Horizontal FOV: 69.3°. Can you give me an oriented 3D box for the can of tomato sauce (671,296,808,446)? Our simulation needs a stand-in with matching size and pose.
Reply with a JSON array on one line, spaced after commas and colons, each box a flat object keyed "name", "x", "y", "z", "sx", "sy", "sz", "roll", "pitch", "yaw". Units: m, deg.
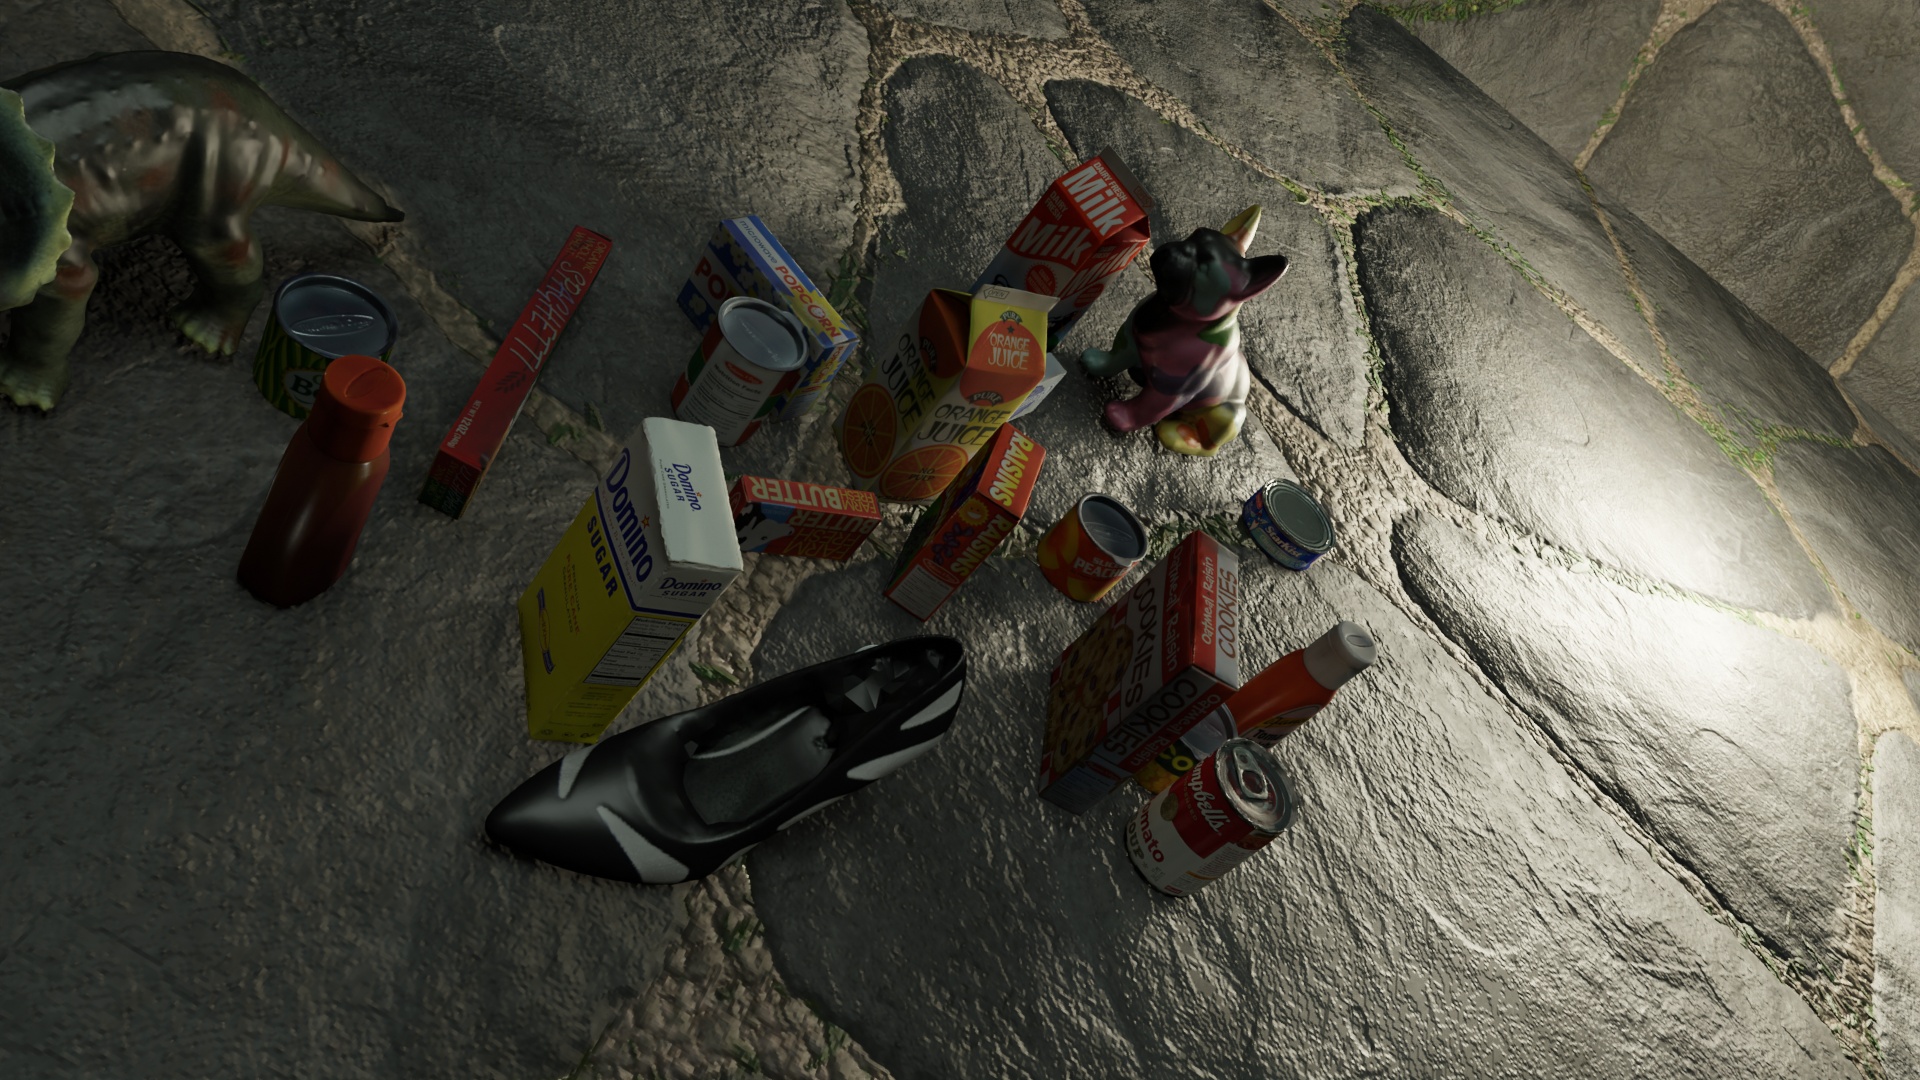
[{"name": "can of tomato sauce", "x": -0.152, "y": -0.116, "z": 0.954, "sx": 0.071, "sy": 0.082, "sz": 0.071, "roll": 23, "pitch": 42, "yaw": -22}]

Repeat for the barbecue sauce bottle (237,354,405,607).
[{"name": "barbecue sauce bottle", "x": -0.312, "y": -0.030, "z": 0.687, "sx": 0.043, "sy": 0.147, "sz": 0.065, "roll": 37, "pitch": 39, "yaw": -6}]

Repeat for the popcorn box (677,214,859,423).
[{"name": "popcorn box", "x": -0.141, "y": -0.160, "z": 1.002, "sx": 0.127, "sy": 0.084, "sz": 0.038, "roll": 51, "pitch": 39, "yaw": 11}]

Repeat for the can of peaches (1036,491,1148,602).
[{"name": "can of peaches", "x": 0.101, "y": 0.008, "z": 1.069, "sx": 0.071, "sy": 0.057, "sz": 0.071, "roll": 23, "pitch": 42, "yaw": -22}]

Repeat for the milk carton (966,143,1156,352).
[{"name": "milk carton", "x": 0.091, "y": -0.246, "z": 1.192, "sx": 0.074, "sy": 0.189, "sz": 0.072, "roll": -17, "pitch": 66, "yaw": -47}]

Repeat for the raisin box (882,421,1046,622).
[{"name": "raisin box", "x": 0.003, "y": -0.012, "z": 0.954, "sx": 0.040, "sy": 0.122, "sz": 0.086, "roll": 35, "pitch": 39, "yaw": -9}]

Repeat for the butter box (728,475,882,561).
[{"name": "butter box", "x": -0.109, "y": -0.014, "z": 0.918, "sx": 0.103, "sy": 0.053, "sz": 0.024, "roll": 7, "pitch": 50, "yaw": -36}]

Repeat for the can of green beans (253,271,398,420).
[{"name": "can of green beans", "x": -0.362, "y": -0.109, "z": 0.792, "sx": 0.071, "sy": 0.057, "sz": 0.071, "roll": 23, "pitch": 42, "yaw": -22}]

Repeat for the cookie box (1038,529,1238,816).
[{"name": "cookie box", "x": 0.117, "y": 0.088, "z": 0.919, "sx": 0.040, "sy": 0.166, "sz": 0.123, "roll": 29, "pitch": 40, "yaw": -16}]

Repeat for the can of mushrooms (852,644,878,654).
[{"name": "can of mushrooms", "x": -0.050, "y": 0.102, "z": 0.875, "sx": 0.071, "sy": 0.033, "sz": 0.071, "roll": 23, "pitch": 42, "yaw": -22}]

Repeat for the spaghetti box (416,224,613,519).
[{"name": "spaghetti box", "x": -0.275, "y": -0.115, "z": 0.876, "sx": 0.028, "sy": 0.050, "sz": 0.251, "roll": 28, "pitch": 41, "yaw": -17}]

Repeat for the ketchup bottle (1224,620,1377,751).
[{"name": "ketchup bottle", "x": 0.238, "y": 0.112, "z": 1.013, "sx": 0.065, "sy": 0.148, "sz": 0.044, "roll": 9, "pitch": 49, "yaw": -35}]

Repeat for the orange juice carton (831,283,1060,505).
[{"name": "orange juice carton", "x": -0.008, "y": -0.110, "z": 0.981, "sx": 0.072, "sy": 0.191, "sz": 0.073, "roll": 3, "pitch": 52, "yaw": -38}]

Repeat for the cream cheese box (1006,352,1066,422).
[{"name": "cream cheese box", "x": 0.040, "y": -0.120, "z": 1.141, "sx": 0.024, "sy": 0.053, "sz": 0.104, "roll": 50, "pitch": 39, "yaw": 10}]

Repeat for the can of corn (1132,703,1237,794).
[{"name": "can of corn", "x": 0.153, "y": 0.142, "z": 0.986, "sx": 0.071, "sy": 0.058, "sz": 0.071, "roll": 23, "pitch": 42, "yaw": -22}]
